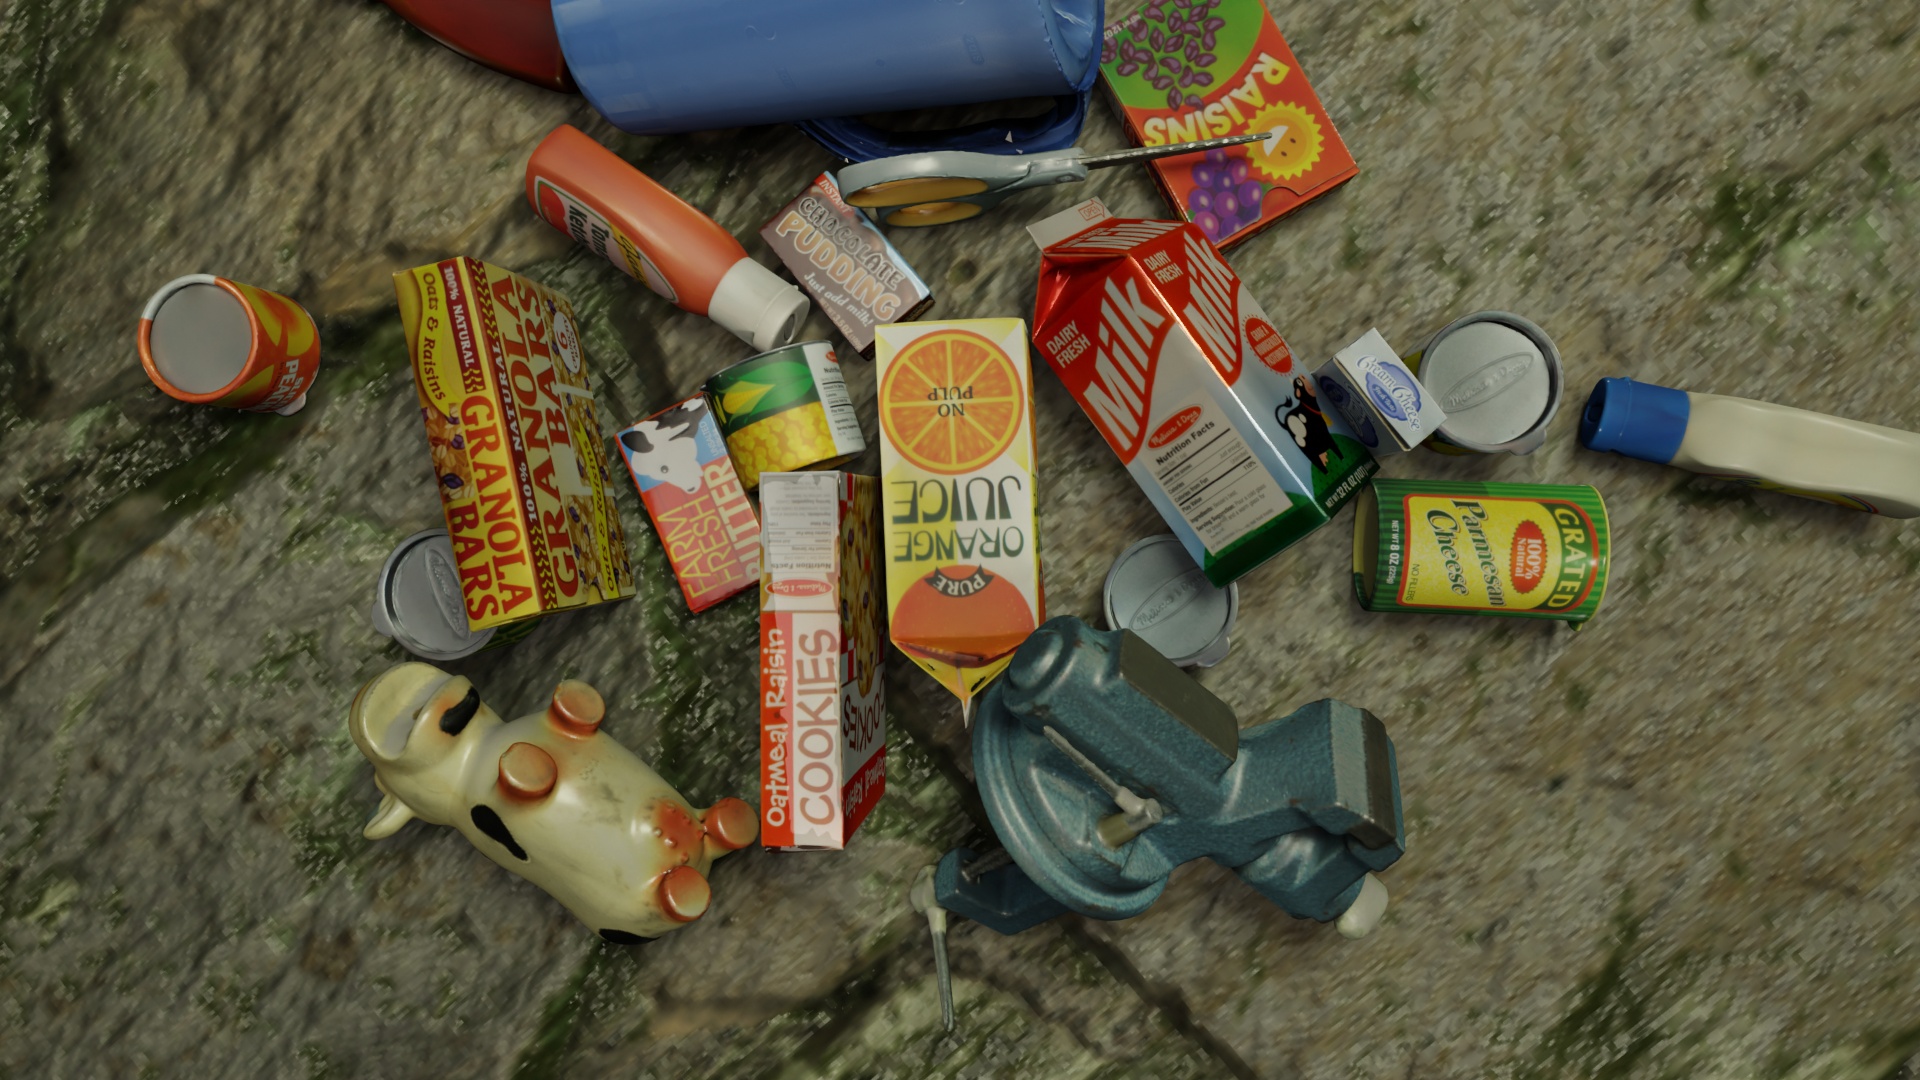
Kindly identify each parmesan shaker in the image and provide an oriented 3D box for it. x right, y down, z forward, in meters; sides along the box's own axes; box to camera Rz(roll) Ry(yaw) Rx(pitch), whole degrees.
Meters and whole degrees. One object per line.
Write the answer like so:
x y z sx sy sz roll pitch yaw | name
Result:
0.246 0.007 0.666 0.103 0.071 0.071 2 91 5 | parmesan shaker

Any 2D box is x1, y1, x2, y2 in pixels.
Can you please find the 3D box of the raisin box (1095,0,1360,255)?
0.128 -0.212 0.688 0.086 0.040 0.123 -29 89 4 | raisin box

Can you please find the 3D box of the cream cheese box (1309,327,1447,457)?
0.192 -0.067 0.651 0.024 0.104 0.053 -38 87 6 | cream cheese box

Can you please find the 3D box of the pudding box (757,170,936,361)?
-0.057 -0.140 0.709 0.049 0.030 0.084 -39 87 3 | pudding box

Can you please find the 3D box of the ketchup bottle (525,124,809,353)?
-0.146 -0.147 0.698 0.149 0.064 0.044 34 71 5 | ketchup bottle

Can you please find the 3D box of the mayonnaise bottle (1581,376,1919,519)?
0.376 -0.045 0.658 0.148 0.065 0.041 13 96 9 | mayonnaise bottle

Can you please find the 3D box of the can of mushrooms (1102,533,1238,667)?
0.105 0.031 0.694 0.071 0.033 0.071 0 90 4 | can of mushrooms

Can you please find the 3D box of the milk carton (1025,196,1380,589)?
0.105 -0.081 0.661 0.190 0.073 0.073 53 132 2 | milk carton

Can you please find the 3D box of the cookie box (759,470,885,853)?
-0.064 0.052 0.663 0.040 0.123 0.167 0 91 6 | cookie box

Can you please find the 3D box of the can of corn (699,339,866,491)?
-0.089 -0.061 0.694 0.071 0.071 0.058 -19 89 5 | can of corn

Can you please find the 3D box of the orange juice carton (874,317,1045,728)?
0.002 -0.009 0.683 0.073 0.072 0.192 -3 90 6 | orange juice carton

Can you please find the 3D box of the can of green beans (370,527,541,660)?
-0.253 0.026 0.712 0.071 0.058 0.071 0 91 5 | can of green beans

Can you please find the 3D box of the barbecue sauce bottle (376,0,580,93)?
-0.260 -0.284 0.719 0.148 0.043 0.065 20 92 5 | barbecue sauce bottle

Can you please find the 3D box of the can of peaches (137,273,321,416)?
-0.378 -0.100 0.722 0.071 0.058 0.071 0 90 5 | can of peaches

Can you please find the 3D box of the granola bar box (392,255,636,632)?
-0.211 -0.045 0.675 0.039 0.124 0.165 -13 90 6 | granola bar box

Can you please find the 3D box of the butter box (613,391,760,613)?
-0.133 -0.019 0.718 0.053 0.024 0.103 -24 88 4 | butter box

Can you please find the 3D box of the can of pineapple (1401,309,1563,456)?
0.248 -0.072 0.669 0.071 0.058 0.071 0 91 5 | can of pineapple
